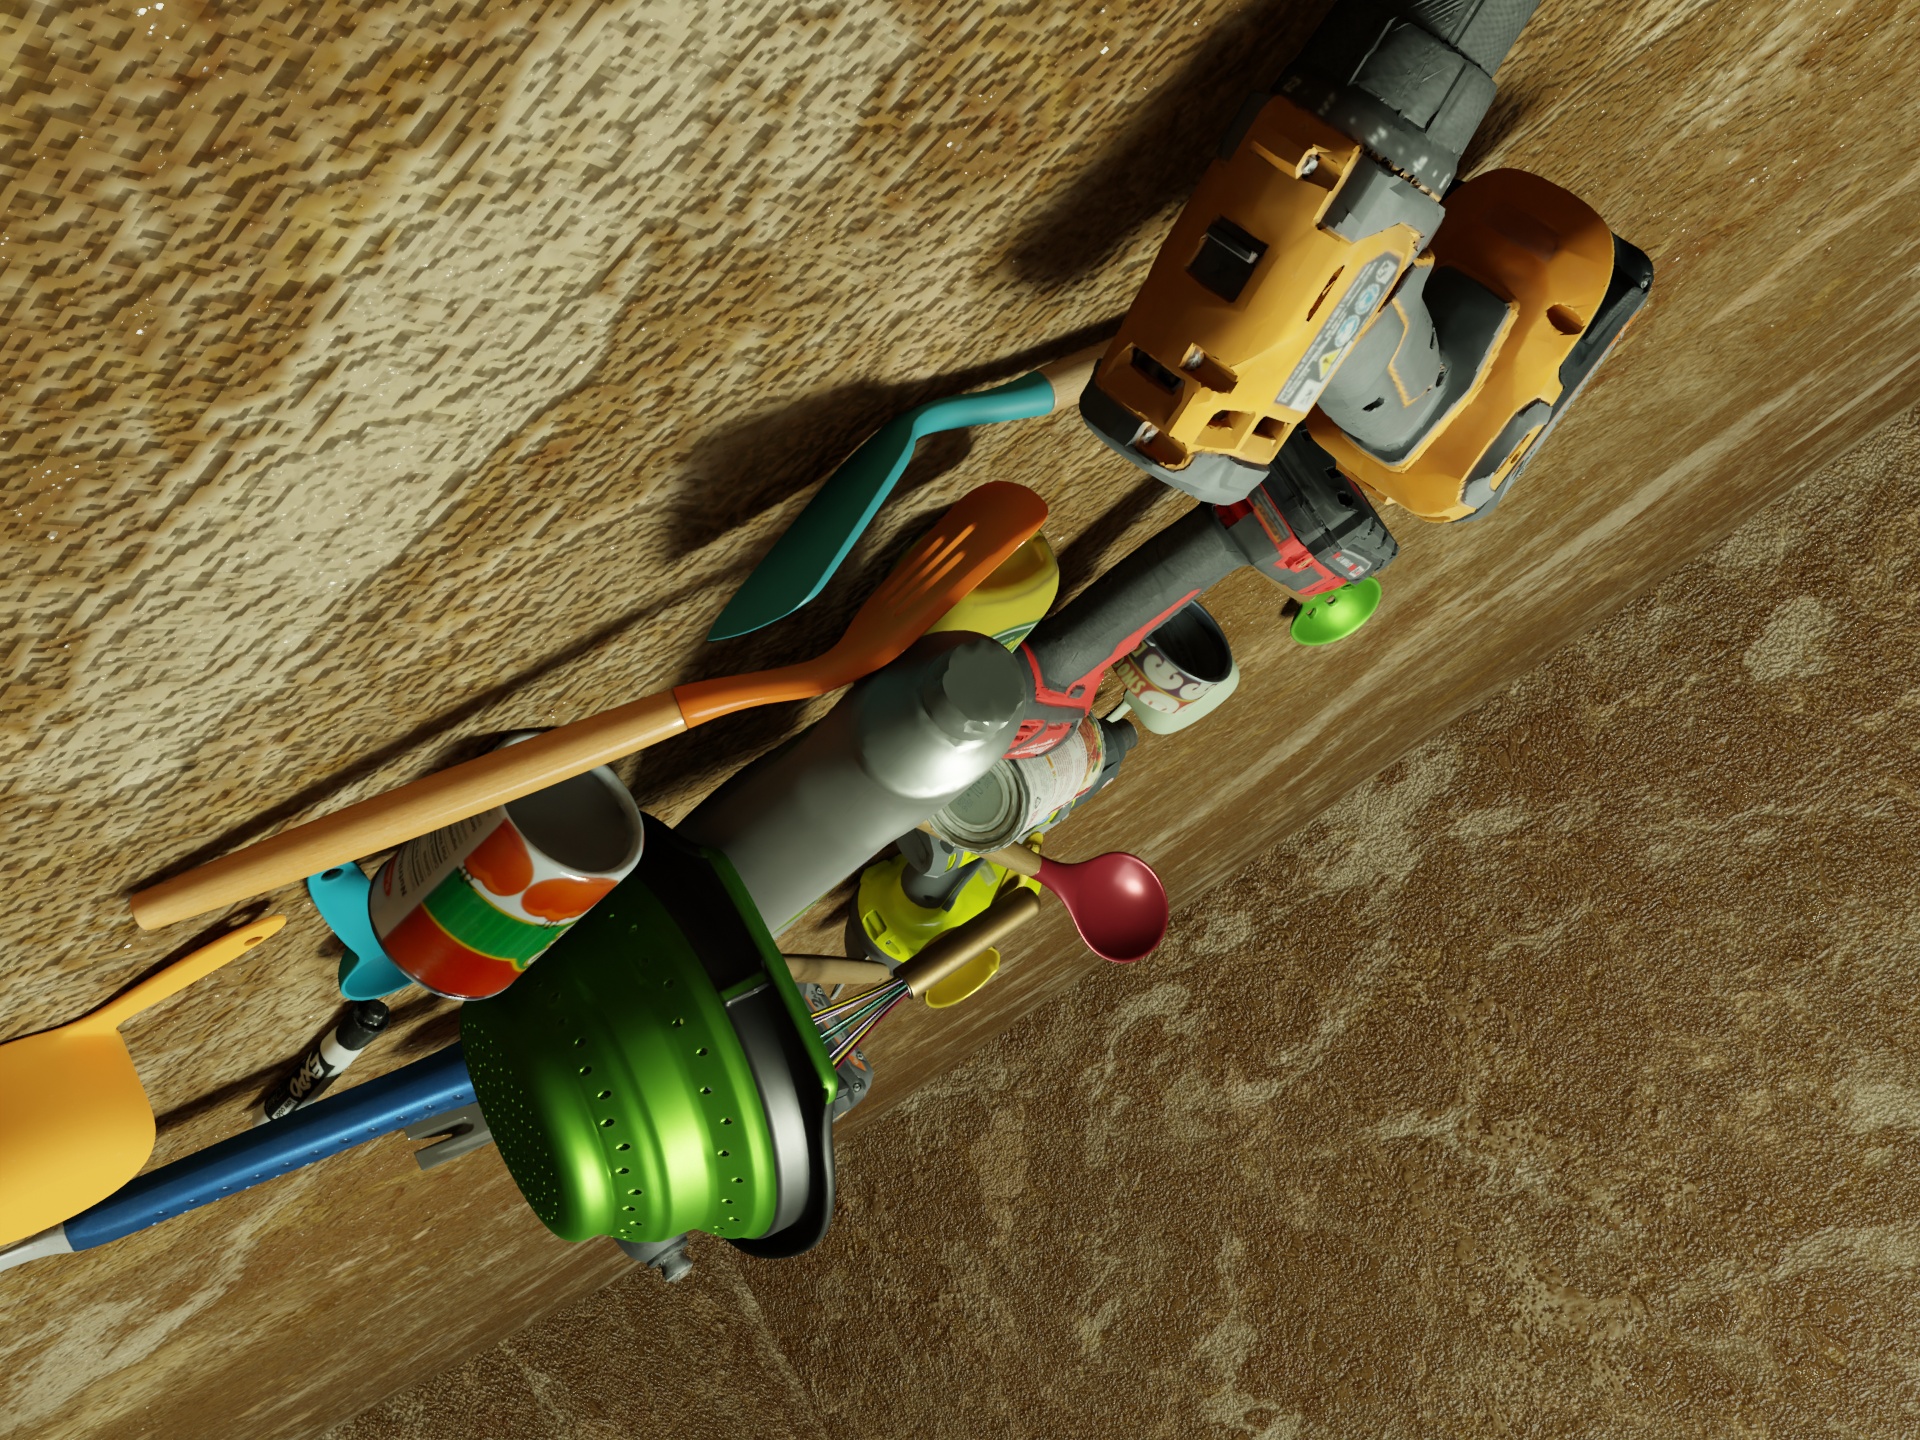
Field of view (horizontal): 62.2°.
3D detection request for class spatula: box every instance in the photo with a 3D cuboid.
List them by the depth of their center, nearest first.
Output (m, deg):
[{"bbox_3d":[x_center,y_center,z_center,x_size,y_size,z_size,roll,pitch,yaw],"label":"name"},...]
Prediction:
[{"bbox_3d":[-0.120,-0.004,0.531,0.322,0.041,0.081,-21,-160,-7],"label":"spatula"},{"bbox_3d":[0.051,-0.110,0.549,0.317,0.044,0.082,-27,-171,-26],"label":"spatula"}]

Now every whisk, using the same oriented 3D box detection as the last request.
[{"bbox_3d":[-0.050,0.170,0.933,0.245,0.047,0.051,-31,168,-23],"label":"whisk"}]

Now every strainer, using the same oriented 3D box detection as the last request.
[{"bbox_3d":[-0.007,0.118,1.194,0.258,0.050,0.087,-32,174,-26],"label":"strainer"}]

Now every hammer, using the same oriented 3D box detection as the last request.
[{"bbox_3d":[-0.398,0.226,0.687,0.405,0.035,0.144,-20,161,-29],"label":"hammer"},{"bbox_3d":[-0.193,0.151,0.920,0.146,0.038,0.410,-15,158,-45],"label":"hammer"}]

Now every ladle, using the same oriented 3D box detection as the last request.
[{"bbox_3d":[-0.096,0.154,0.920,0.078,0.062,0.320,-30,163,10],"label":"ladle"},{"bbox_3d":[0.027,0.078,0.924,0.031,0.069,0.315,3,162,41],"label":"ladle"}]

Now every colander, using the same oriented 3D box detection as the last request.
[{"bbox_3d":[-0.176,0.178,0.732,0.094,0.204,0.397,-22,168,-31],"label":"colander"}]

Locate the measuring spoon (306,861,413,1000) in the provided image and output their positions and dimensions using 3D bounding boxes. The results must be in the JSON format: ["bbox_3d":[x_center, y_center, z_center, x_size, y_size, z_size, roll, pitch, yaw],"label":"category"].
[{"bbox_3d":[-0.237,0.075,0.626,0.042,0.021,0.128,-25,155,-19],"label":"measuring spoon"}]

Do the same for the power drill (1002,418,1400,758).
[{"bbox_3d":[0.090,-0.055,0.760,0.219,0.079,0.143,-34,166,18],"label":"power drill"}]

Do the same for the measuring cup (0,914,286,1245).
[{"bbox_3d":[-0.310,0.135,0.581,0.173,0.052,0.095,-32,166,5],"label":"measuring cup"}]

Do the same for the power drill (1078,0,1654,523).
[{"bbox_3d":[0.149,-0.152,0.508,0.226,0.084,0.185,-3,130,-54],"label":"power drill"}]

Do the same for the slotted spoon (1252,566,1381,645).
[{"bbox_3d":[0.215,-0.088,1.004,0.070,0.031,0.313,-37,163,16],"label":"slotted spoon"}]

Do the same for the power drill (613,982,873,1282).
[{"bbox_3d":[-0.178,0.292,1.161,0.226,0.164,0.084,-23,163,-38],"label":"power drill"}]

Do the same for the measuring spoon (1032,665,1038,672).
[{"bbox_3d":[-0.001,-0.003,0.868,0.117,0.011,0.021,-34,177,21],"label":"measuring spoon"}]

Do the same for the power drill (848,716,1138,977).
[{"bbox_3d":[0.018,0.079,1.045,0.171,0.080,0.223,-24,160,-28],"label":"power drill"}]

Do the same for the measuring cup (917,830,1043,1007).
[{"bbox_3d":[0.013,0.120,1.005,0.062,0.029,0.156,-7,134,-40],"label":"measuring cup"}]

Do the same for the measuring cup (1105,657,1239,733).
[{"bbox_3d":[0.122,0.005,1.086,0.167,0.038,0.083,-43,162,29],"label":"measuring cup"}]
